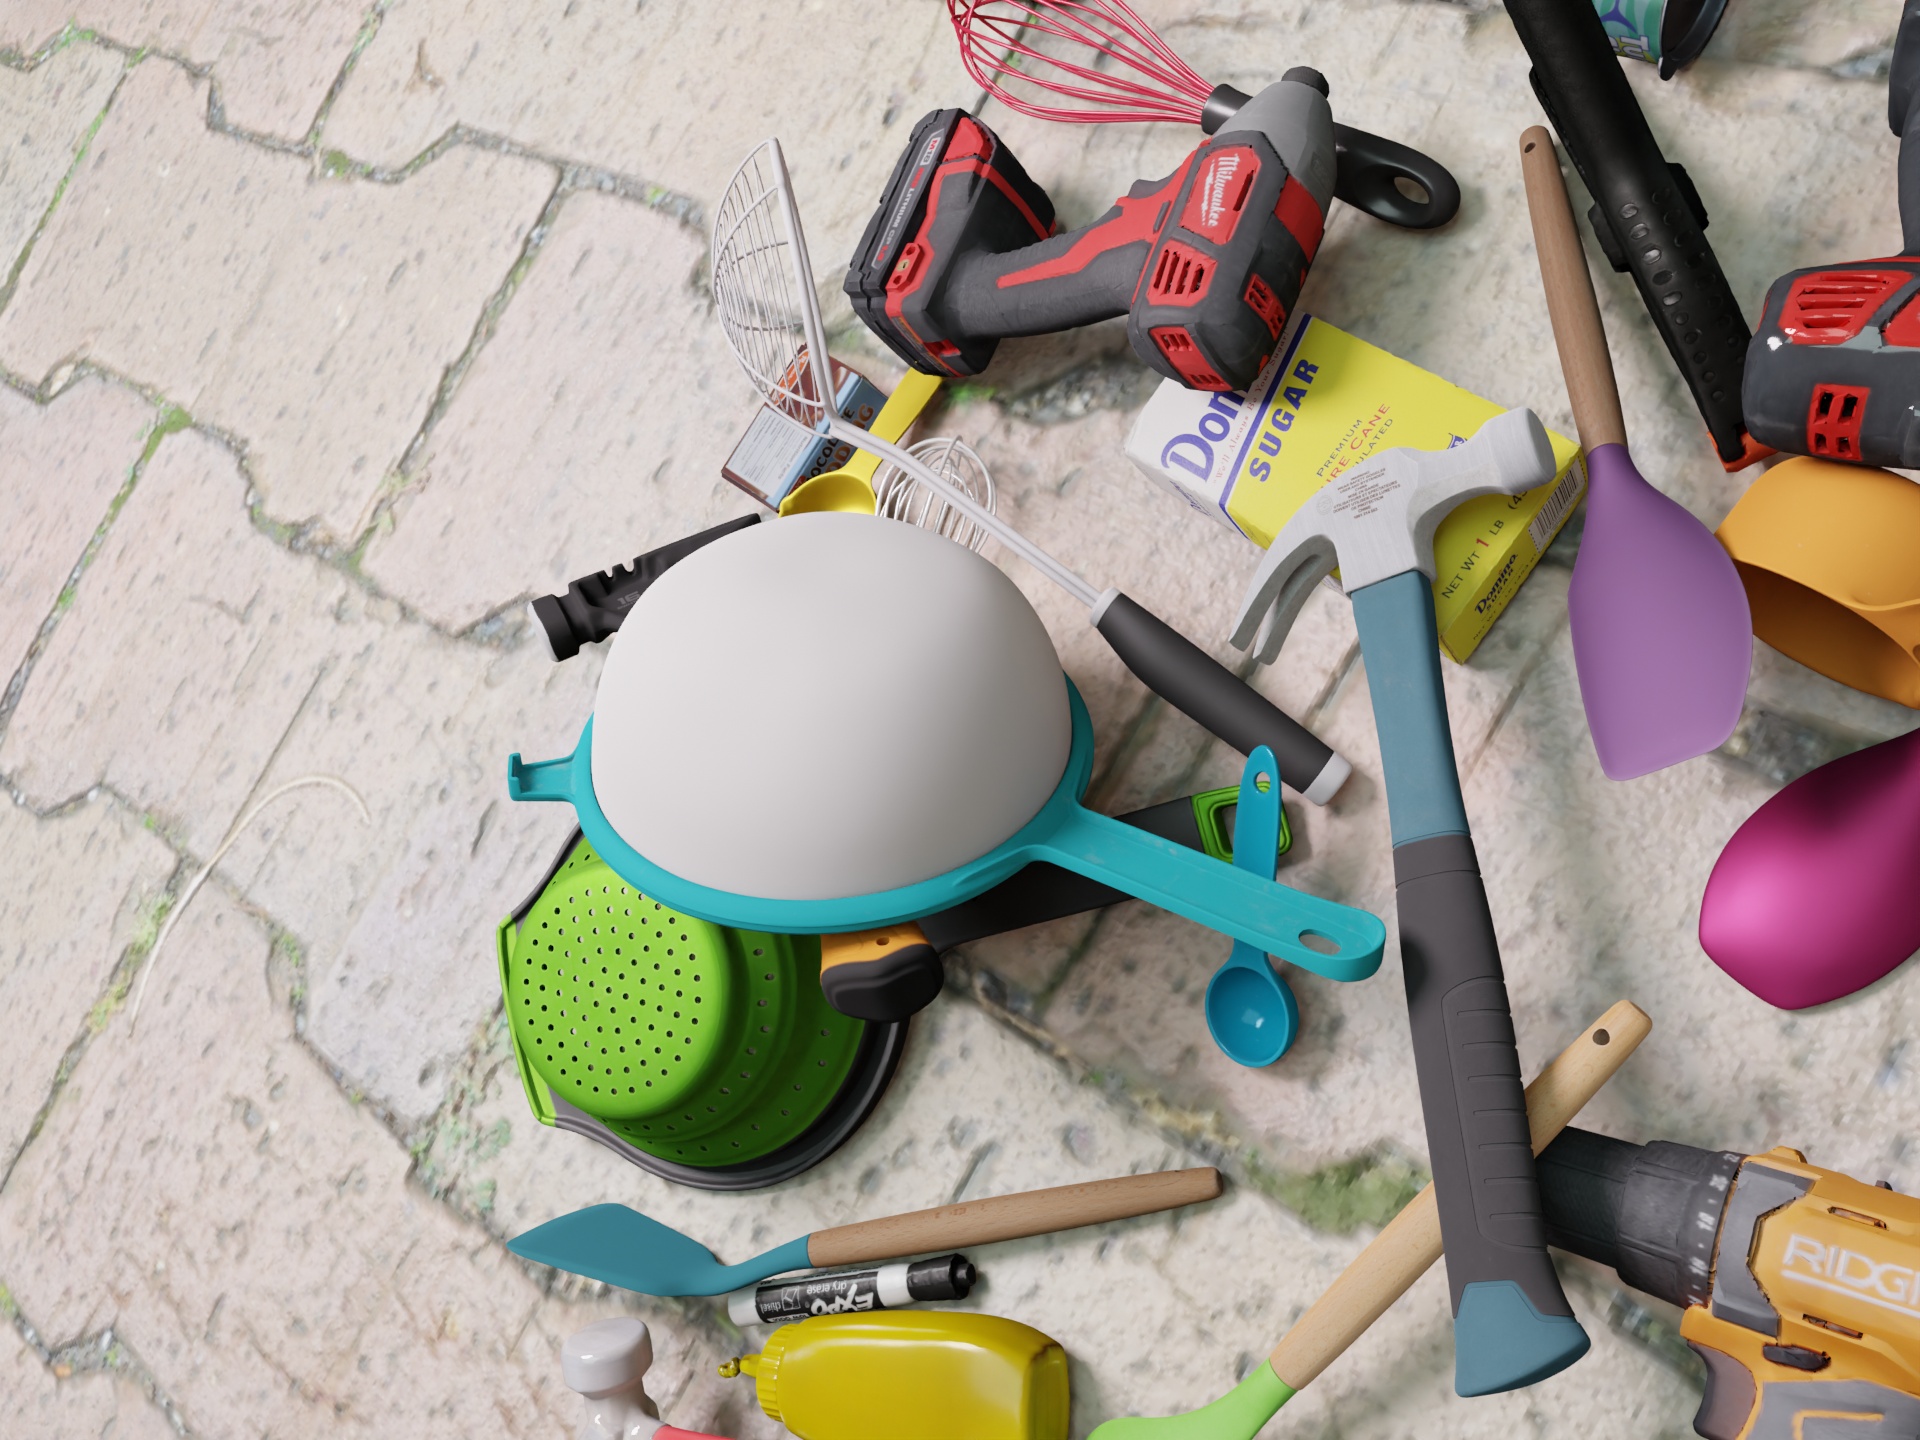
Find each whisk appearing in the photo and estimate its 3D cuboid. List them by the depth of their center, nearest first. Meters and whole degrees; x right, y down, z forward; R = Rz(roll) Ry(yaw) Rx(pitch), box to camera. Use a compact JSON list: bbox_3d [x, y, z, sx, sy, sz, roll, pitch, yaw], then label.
[{"bbox_3d":[0.105,-0.295,0.752,0.296,0.073,0.073,35,94,27],"label":"whisk"},{"bbox_3d":[-0.039,-0.019,0.758,0.058,0.059,0.246,18,88,5],"label":"whisk"}]

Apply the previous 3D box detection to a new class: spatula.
[{"bbox_3d":[0.239,-0.119,0.592,0.060,0.018,0.316,-29,45,38],"label":"spatula"},{"bbox_3d":[-0.043,0.214,0.685,0.317,0.082,0.044,-16,82,20],"label":"spatula"}]

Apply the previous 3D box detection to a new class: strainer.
[{"bbox_3d":[-0.001,-0.002,0.591,0.340,0.095,0.211,21,43,29],"label":"strainer"}]

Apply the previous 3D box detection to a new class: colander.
[{"bbox_3d":[-0.057,0.093,0.685,0.397,0.094,0.204,-17,81,19],"label":"colander"}]

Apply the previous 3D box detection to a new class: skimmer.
[{"bbox_3d":[0.031,-0.107,0.677,0.363,0.127,0.090,38,82,9],"label":"skimmer"}]

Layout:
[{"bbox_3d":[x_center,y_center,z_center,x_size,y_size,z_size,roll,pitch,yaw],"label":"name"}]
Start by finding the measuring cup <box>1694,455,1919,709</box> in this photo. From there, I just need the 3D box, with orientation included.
[{"bbox_3d":[0.305,-0.050,0.501,0.095,0.173,0.052,36,91,-1],"label":"measuring cup"}]

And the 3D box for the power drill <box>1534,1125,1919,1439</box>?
[{"bbox_3d":[0.238,0.246,0.498,0.185,0.084,0.226,10,76,39],"label":"power drill"}]

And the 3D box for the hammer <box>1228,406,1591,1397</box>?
[{"bbox_3d":[0.168,0.056,0.554,0.128,0.033,0.331,-19,63,35],"label":"hammer"}]

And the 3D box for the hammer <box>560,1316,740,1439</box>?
[{"bbox_3d":[0.003,0.314,0.586,0.386,0.038,0.143,-7,95,34],"label":"hammer"}]

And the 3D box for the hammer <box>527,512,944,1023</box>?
[{"bbox_3d":[-0.087,0.010,0.695,0.127,0.034,0.337,-24,40,-15],"label":"hammer"}]

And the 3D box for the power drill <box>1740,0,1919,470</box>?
[{"bbox_3d":[0.371,-0.164,0.501,0.188,0.080,0.227,14,62,32],"label":"power drill"}]

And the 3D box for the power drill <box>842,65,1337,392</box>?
[{"bbox_3d":[0.062,-0.221,0.713,0.220,0.078,0.143,13,74,42],"label":"power drill"}]

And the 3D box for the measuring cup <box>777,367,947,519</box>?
[{"bbox_3d":[-0.036,-0.134,0.808,0.062,0.029,0.156,27,77,31],"label":"measuring cup"}]

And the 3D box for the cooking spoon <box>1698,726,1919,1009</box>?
[{"bbox_3d":[0.372,-0.031,0.539,0.319,0.017,0.069,-51,57,8],"label":"cooking spoon"}]

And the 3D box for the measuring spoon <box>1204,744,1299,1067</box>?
[{"bbox_3d":[0.122,0.073,0.631,0.042,0.021,0.128,9,99,48],"label":"measuring spoon"}]

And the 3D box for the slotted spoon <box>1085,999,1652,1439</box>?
[{"bbox_3d":[0.131,0.214,0.568,0.313,0.031,0.070,-52,44,16],"label":"slotted spoon"}]
